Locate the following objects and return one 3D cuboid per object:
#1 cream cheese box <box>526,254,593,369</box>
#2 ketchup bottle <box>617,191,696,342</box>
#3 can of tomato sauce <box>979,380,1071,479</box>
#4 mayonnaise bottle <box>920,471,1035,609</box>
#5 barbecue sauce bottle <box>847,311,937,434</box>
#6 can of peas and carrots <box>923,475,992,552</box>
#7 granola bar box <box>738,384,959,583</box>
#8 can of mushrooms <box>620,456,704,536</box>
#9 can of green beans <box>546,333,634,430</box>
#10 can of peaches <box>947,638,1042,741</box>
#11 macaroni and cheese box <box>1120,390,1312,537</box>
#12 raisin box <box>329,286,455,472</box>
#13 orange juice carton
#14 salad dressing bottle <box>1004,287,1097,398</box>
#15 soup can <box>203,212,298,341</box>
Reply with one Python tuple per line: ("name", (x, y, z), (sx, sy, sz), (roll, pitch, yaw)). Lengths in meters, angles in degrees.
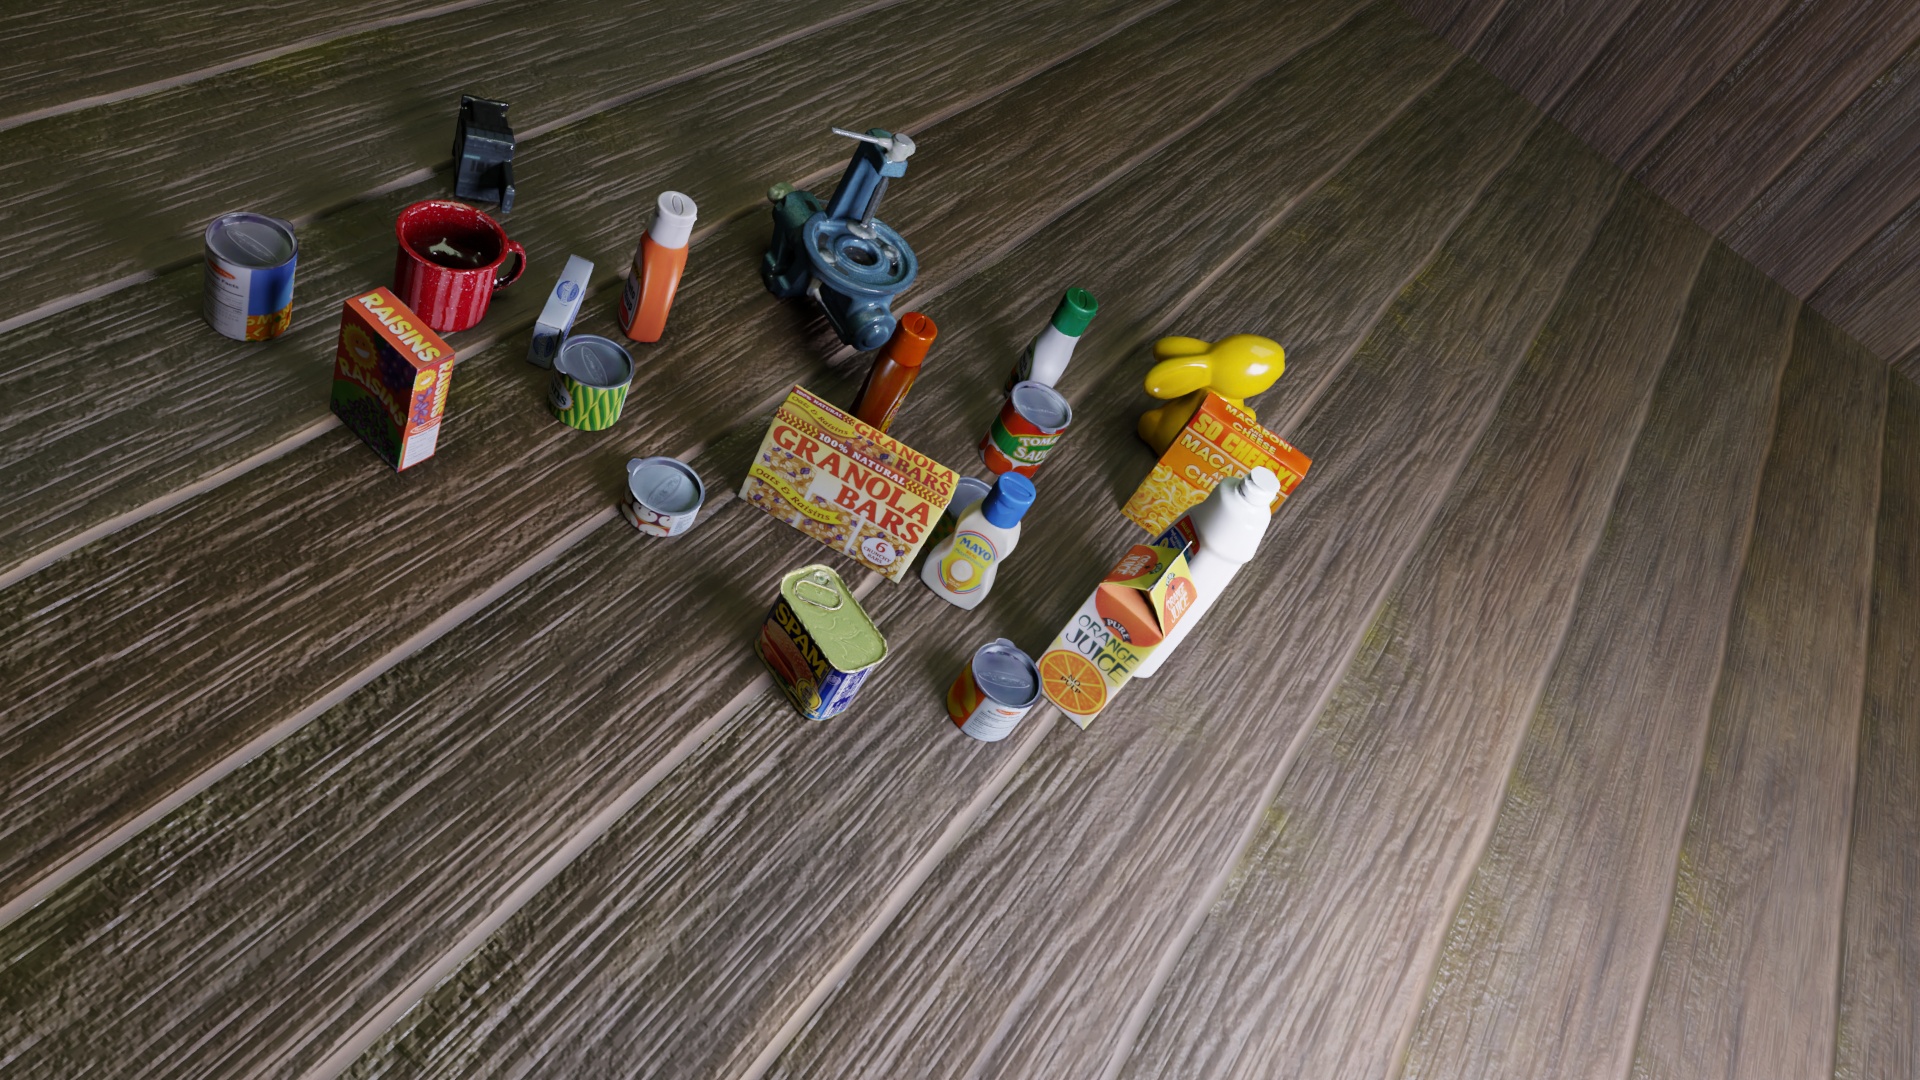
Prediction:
("cream cheese box", (-0.366, -0.209, 1.270), (0.024, 0.053, 0.104), (20, 45, -13))
("ketchup bottle", (-0.281, -0.256, 1.291), (0.043, 0.148, 0.065), (4, 51, -27))
("can of tomato sauce", (0.065, -0.108, 1.405), (0.071, 0.082, 0.071), (16, 46, -17))
("mayonnaise bottle", (0.019, -0.002, 1.238), (0.065, 0.147, 0.041), (33, 44, 0))
("barbecue sauce bottle", (-0.067, -0.153, 1.322), (0.043, 0.147, 0.065), (28, 44, -5))
("can of peas and carrots", (0.005, -0.016, 1.307), (0.071, 0.058, 0.071), (16, 46, -17))
("granola bar box", (-0.099, -0.048, 1.229), (0.165, 0.123, 0.039), (29, 44, -4))
("can of mushrooms", (-0.258, -0.039, 1.195), (0.071, 0.033, 0.071), (16, 46, -17))
("can of green beans", (-0.327, -0.139, 1.227), (0.071, 0.057, 0.071), (16, 46, -17))
("can of peaches", (0.029, 0.129, 1.193), (0.071, 0.057, 0.071), (16, 46, -17))
("macaroni and cheese box", (0.256, -0.055, 1.408), (0.124, 0.165, 0.040), (35, 44, 2))
("raisin box", (-0.450, -0.126, 1.098), (0.086, 0.122, 0.040), (42, 44, 9))
("orange juice carton", (0.139, 0.074, 1.207), (0.073, 0.191, 0.072), (41, 44, 8))
("salad dressing bottle", (0.095, -0.201, 1.458), (0.044, 0.146, 0.064), (18, 46, -15))
("soup can", (-0.577, -0.215, 1.132), (0.071, 0.083, 0.072), (16, 46, -17))
